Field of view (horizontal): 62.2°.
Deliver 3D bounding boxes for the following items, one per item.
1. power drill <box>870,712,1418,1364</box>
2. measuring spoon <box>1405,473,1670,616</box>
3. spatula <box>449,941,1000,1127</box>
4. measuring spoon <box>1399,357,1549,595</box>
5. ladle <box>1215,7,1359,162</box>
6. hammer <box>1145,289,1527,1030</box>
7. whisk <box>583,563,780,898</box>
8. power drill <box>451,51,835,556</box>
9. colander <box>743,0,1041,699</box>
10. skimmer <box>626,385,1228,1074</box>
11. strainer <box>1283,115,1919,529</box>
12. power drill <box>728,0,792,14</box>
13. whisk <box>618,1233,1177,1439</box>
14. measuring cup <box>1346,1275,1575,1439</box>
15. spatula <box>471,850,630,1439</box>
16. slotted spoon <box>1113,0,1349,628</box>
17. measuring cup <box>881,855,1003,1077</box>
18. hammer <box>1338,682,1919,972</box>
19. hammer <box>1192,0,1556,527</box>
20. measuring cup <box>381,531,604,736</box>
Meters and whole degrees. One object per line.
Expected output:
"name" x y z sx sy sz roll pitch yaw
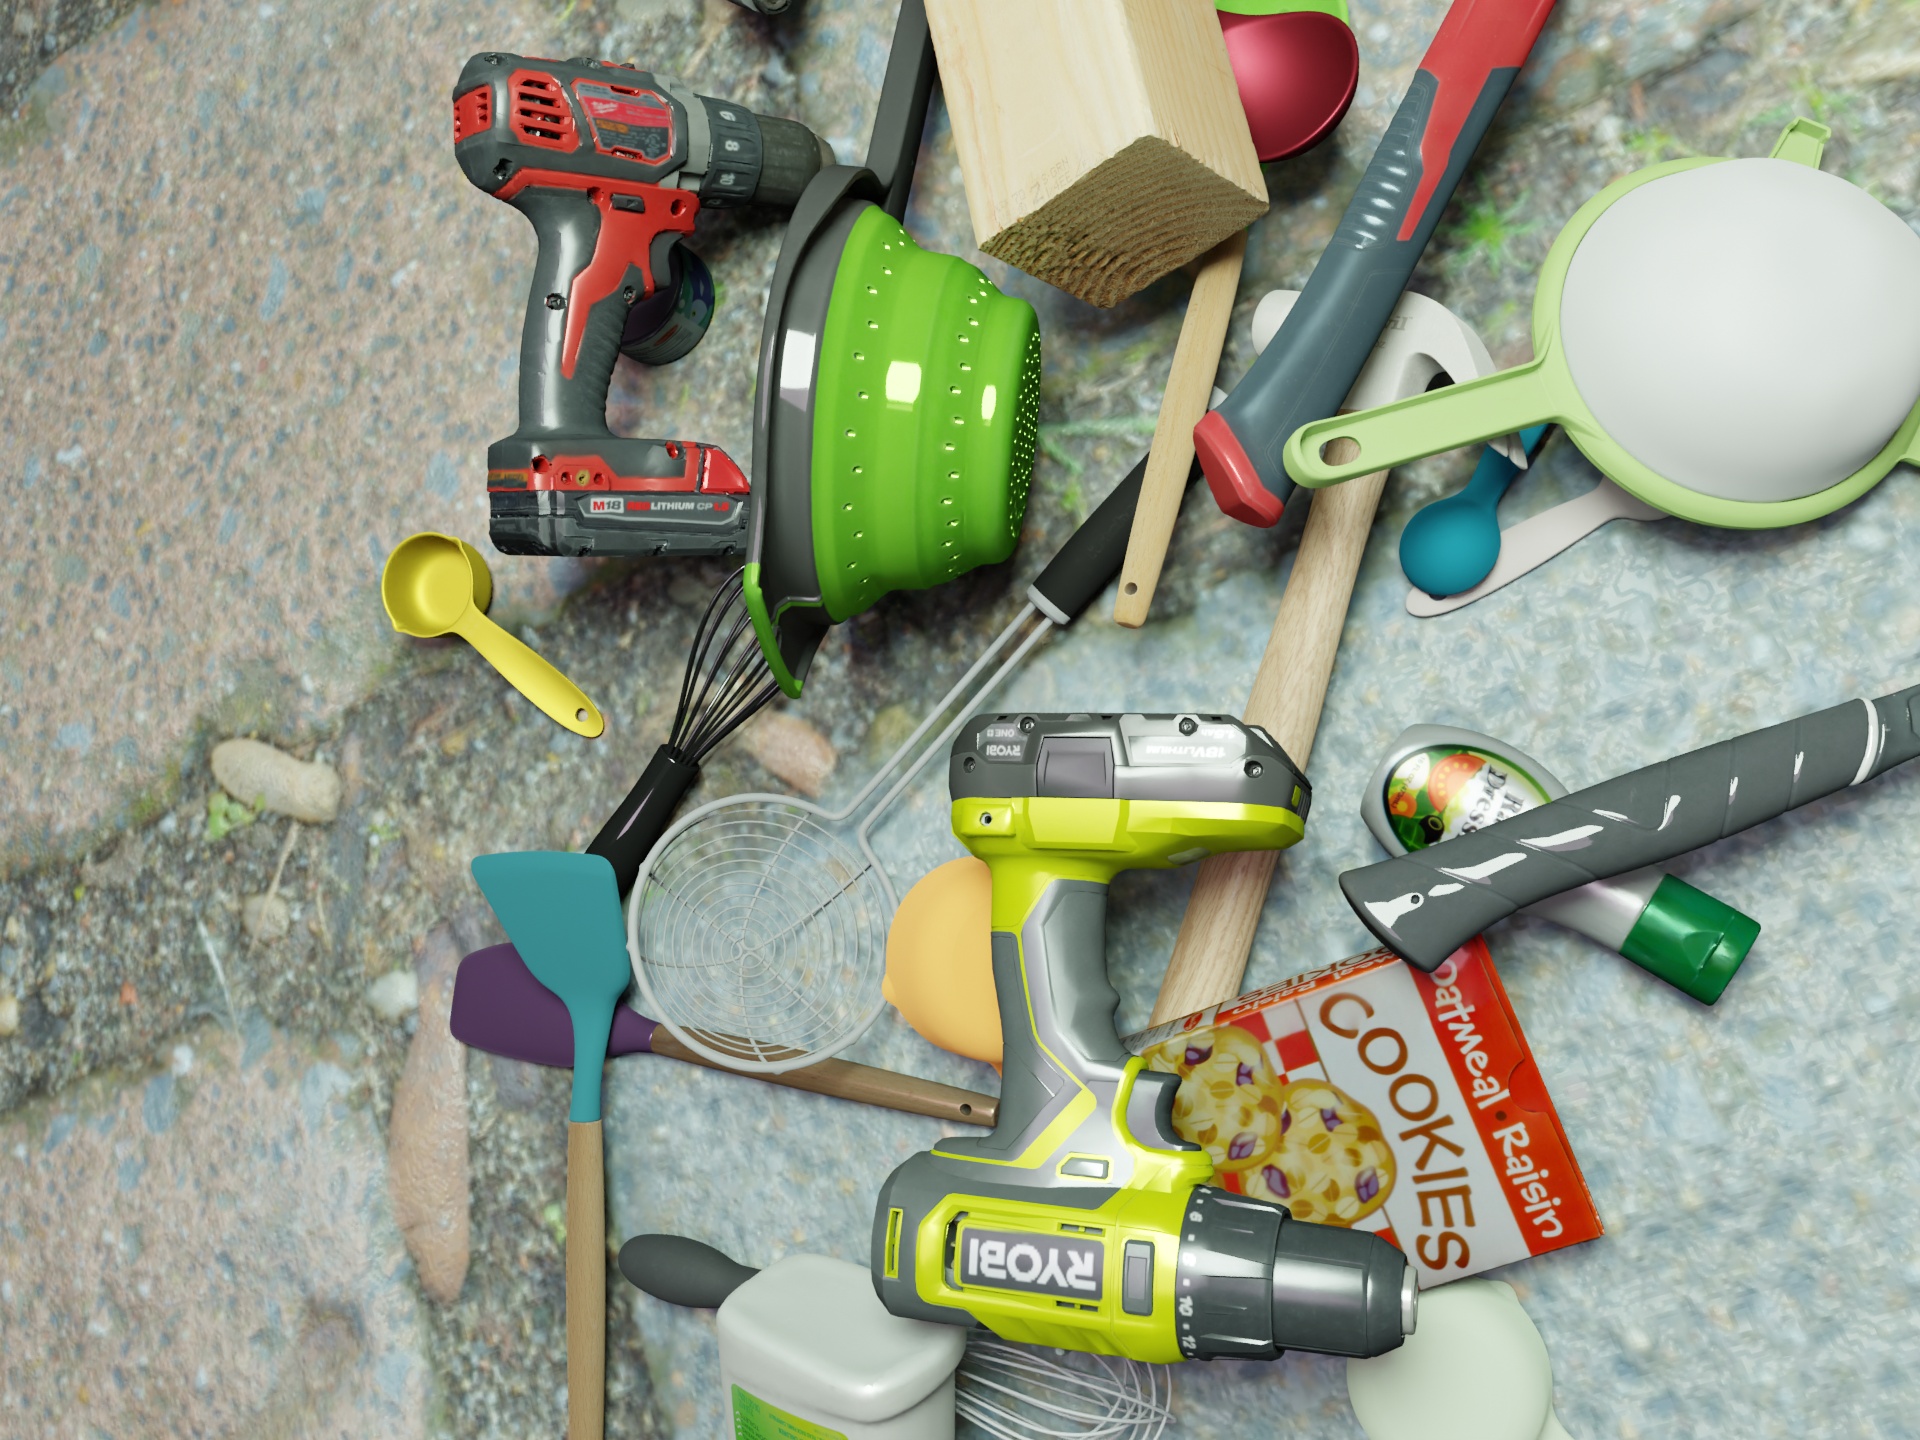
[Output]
"power drill" 0.070 0.116 0.584 0.190 0.080 0.228 0 80 21
"measuring spoon" 0.237 -0.077 0.646 0.124 0.018 0.034 -30 73 18
"spatula" -0.125 0.157 0.772 0.316 0.018 0.060 7 87 25
"measuring spoon" 0.220 -0.112 0.653 0.042 0.021 0.128 32 94 42
"ladle" 0.072 -0.342 0.725 0.069 0.031 0.316 -47 58 14
"hammer" 0.140 -0.015 0.661 0.130 0.031 0.331 19 95 45
"whisk" -0.141 0.019 0.783 0.055 0.055 0.239 39 103 23
"power drill" -0.143 -0.193 0.762 0.080 0.187 0.226 8 101 52
"colander" -0.005 -0.200 0.707 0.094 0.204 0.397 7 67 7
"skimmer" -0.001 -0.002 0.700 0.127 0.090 0.363 41 99 -3
"strainer" 0.242 -0.135 0.570 0.256 0.069 0.151 -17 79 -6
"power drill" -0.047 -0.442 0.773 0.219 0.078 0.143 -34 53 19
"whisk" -0.039 0.269 0.704 0.285 0.070 0.070 4 85 29
"measuring cup" 0.220 0.278 0.595 0.168 0.038 0.083 35 97 25
"spatula" -0.189 0.221 0.766 0.082 0.044 0.317 -2 88 22
"slotted spoon" 0.109 -0.189 0.692 0.070 0.031 0.314 10 80 27
"measuring cup" 0.030 0.141 0.674 0.095 0.052 0.173 -18 88 -18
"hammer" 0.331 -0.005 0.553 0.409 0.036 0.149 -22 72 9
"hammer" 0.210 -0.243 0.618 0.143 0.038 0.386 28 88 -5
"measuring cup" -0.244 -0.042 0.852 0.156 0.029 0.062 39 99 11
